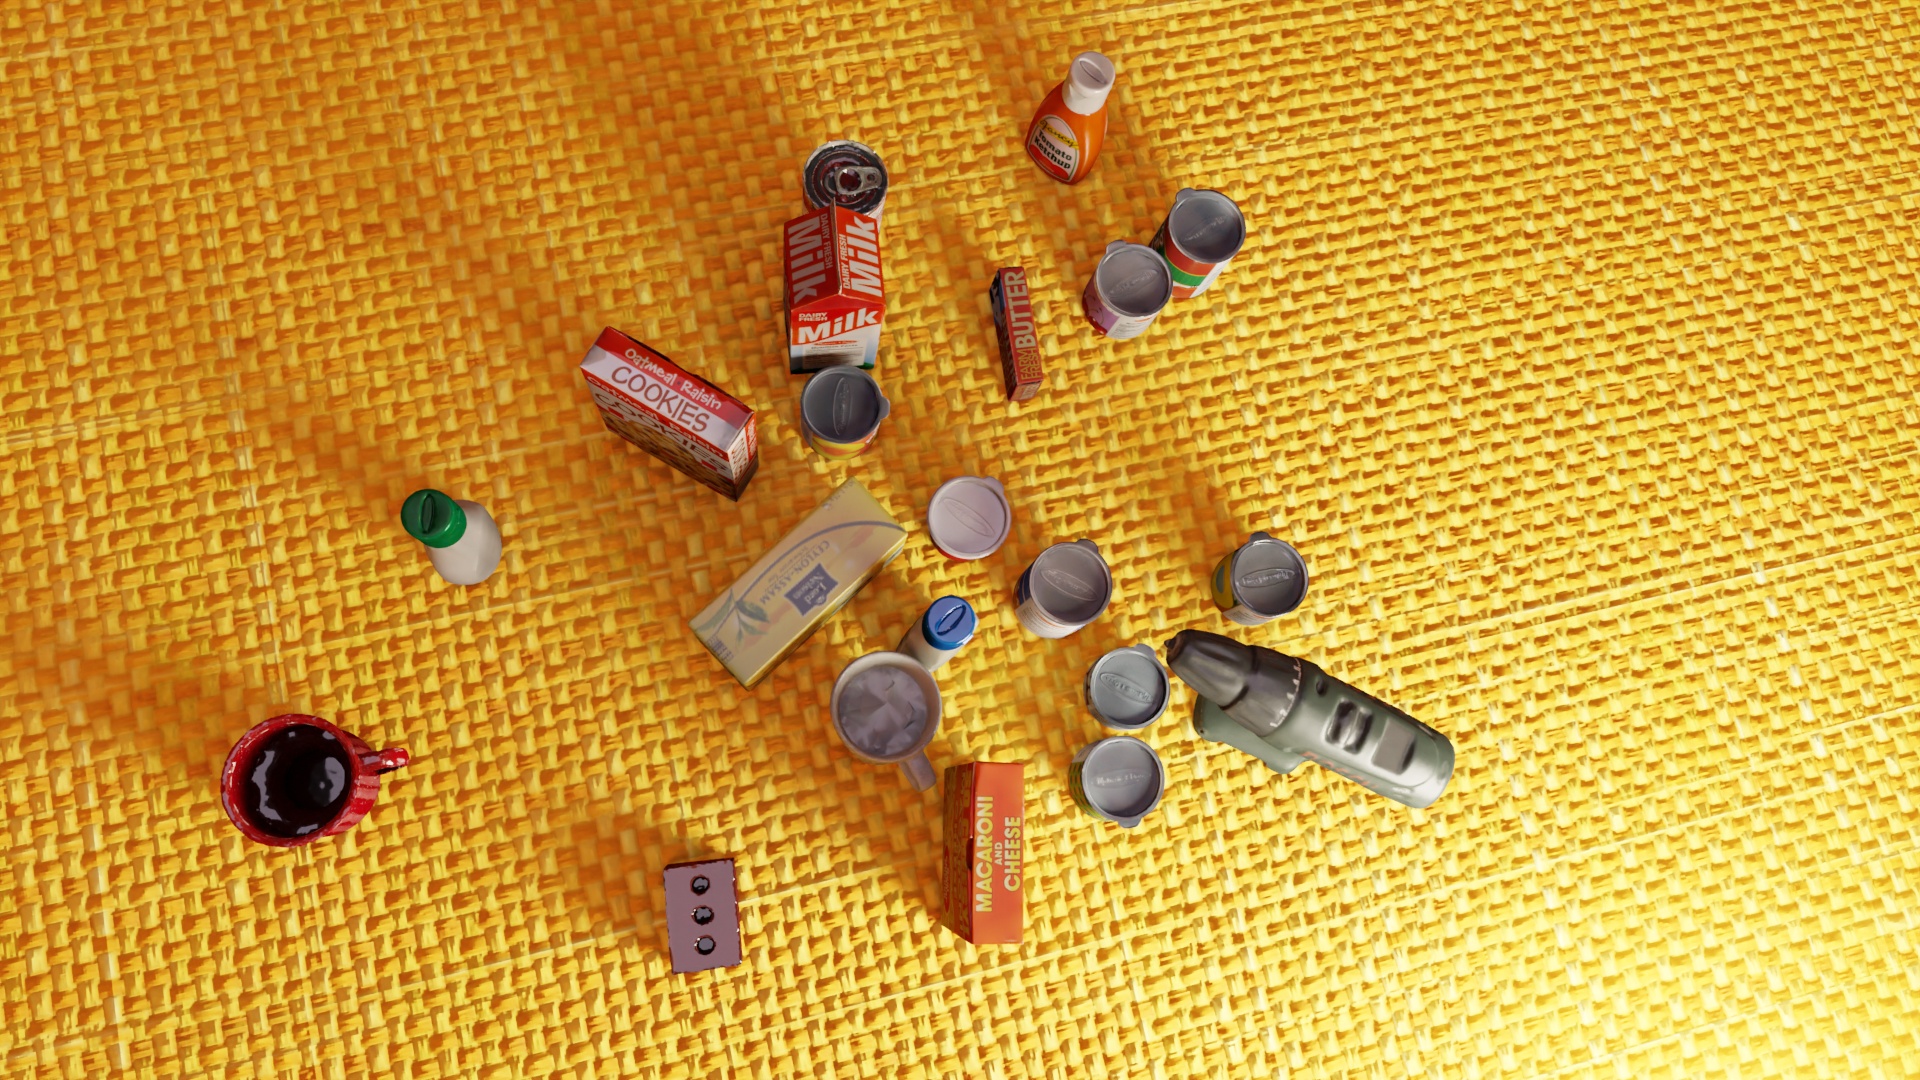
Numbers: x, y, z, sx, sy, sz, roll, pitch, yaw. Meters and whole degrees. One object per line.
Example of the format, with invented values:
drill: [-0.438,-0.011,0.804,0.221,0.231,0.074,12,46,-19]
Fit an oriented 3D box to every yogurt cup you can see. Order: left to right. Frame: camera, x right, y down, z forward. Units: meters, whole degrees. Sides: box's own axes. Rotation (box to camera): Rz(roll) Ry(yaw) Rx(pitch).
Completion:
yogurt cup: [0.004,-0.014,1.126,0.072,0.054,0.072,1,78,-7]

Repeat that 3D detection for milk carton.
milk carton: [-0.100,-0.194,1.081,0.073,0.190,0.072,-5,79,-8]

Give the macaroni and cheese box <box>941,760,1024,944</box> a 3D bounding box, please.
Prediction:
macaroni and cheese box: [0.014,0.227,1.019,0.040,0.166,0.124,2,78,-7]

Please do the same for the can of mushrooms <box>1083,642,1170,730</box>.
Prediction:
can of mushrooms: [0.135,0.119,1.126,0.071,0.033,0.071,1,78,-7]

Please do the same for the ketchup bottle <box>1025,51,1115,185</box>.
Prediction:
ketchup bottle: [0.095,-0.355,1.161,0.065,0.148,0.043,40,77,2]

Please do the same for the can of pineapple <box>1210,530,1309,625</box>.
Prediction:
can of pineapple: [0.246,0.033,1.146,0.071,0.057,0.071,1,78,-7]

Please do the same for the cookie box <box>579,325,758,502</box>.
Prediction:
cookie box: [-0.216,-0.092,1.056,0.123,0.167,0.040,30,77,-1]

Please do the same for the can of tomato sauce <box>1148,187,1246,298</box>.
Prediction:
can of tomato sauce: [0.197,-0.253,1.187,0.071,0.083,0.071,1,78,-7]

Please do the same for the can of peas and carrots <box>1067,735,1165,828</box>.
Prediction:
can of peas and carrots: [0.123,0.191,1.096,0.071,0.058,0.071,1,78,-7]

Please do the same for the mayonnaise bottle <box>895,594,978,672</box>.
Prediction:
mayonnaise bottle: [-0.016,0.070,1.058,0.041,0.147,0.065,44,77,3]

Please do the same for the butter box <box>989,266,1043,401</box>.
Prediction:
butter box: [0.047,-0.173,1.166,0.024,0.053,0.103,-7,79,-9]

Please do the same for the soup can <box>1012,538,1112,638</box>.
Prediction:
soup can: [0.081,0.039,1.110,0.071,0.083,0.071,1,78,-7]

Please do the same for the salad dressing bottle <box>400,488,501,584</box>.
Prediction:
salad dressing bottle: [-0.376,-0.005,1.027,0.044,0.147,0.064,2,79,-7]

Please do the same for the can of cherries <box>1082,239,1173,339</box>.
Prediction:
can of cherries: [0.141,-0.214,1.184,0.071,0.058,0.071,1,78,-7]

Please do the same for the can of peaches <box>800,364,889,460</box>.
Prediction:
can of peaches: [-0.095,-0.103,1.130,0.071,0.058,0.071,1,78,-7]
